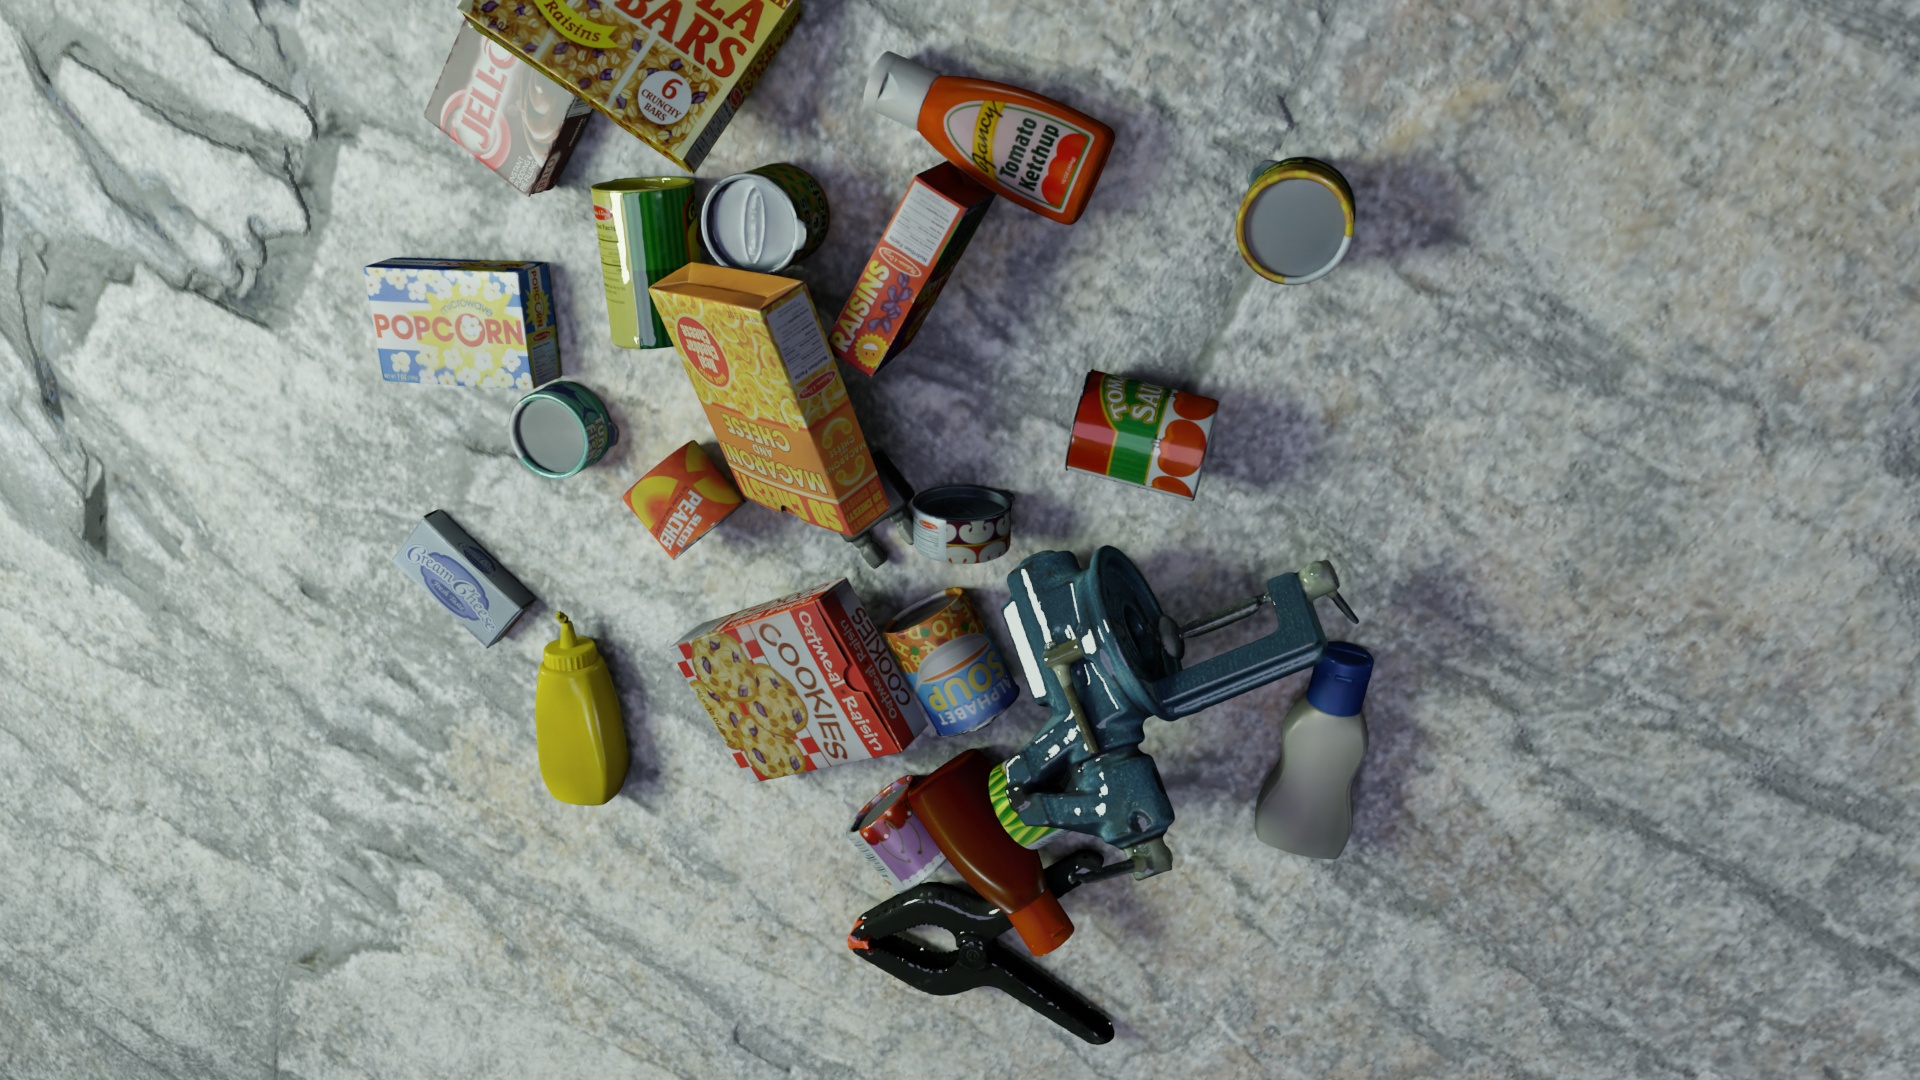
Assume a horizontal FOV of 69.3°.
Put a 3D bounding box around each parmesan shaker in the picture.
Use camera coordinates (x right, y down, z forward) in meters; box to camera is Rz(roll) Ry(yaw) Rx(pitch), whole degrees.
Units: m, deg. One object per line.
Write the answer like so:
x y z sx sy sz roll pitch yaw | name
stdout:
-0.204 -0.184 0.918 0.071 0.071 0.102 4 113 15 | parmesan shaker

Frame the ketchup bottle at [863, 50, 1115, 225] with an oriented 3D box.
0.015 -0.249 0.840 0.149 0.044 0.064 26 112 6 | ketchup bottle

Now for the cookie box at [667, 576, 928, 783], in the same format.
-0.118 0.104 0.992 0.167 0.040 0.122 -18 105 40 | cookie box

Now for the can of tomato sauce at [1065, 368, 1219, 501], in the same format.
0.114 -0.067 0.869 0.083 0.071 0.071 15 114 9 | can of tomato sauce

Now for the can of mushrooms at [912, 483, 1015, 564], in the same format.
0.003 -0.012 0.925 0.071 0.071 0.033 6 112 14 | can of mushrooms

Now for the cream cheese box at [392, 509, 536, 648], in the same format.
-0.385 0.030 1.076 0.104 0.024 0.053 44 115 -4 | cream cheese box

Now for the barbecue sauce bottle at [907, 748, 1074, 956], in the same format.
0.027 0.226 0.996 0.148 0.065 0.043 56 153 1 | barbecue sauce bottle

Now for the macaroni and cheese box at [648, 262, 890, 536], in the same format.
-0.122 -0.090 0.889 0.124 0.040 0.165 19 138 44 | macaroni and cheese box

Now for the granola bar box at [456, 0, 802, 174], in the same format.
-0.200 -0.323 0.849 0.165 0.039 0.124 34 90 1 | granola bar box

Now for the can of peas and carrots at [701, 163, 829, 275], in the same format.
-0.121 -0.205 0.888 0.071 0.059 0.070 5 113 13 | can of peas and carrots

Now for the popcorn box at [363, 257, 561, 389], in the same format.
-0.353 -0.155 0.986 0.127 0.038 0.085 5 112 14 | popcorn box

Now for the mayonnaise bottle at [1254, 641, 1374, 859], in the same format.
0.241 0.140 0.929 0.065 0.041 0.147 12 113 9 | mayonnaise bottle

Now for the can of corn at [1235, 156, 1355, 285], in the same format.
0.192 -0.187 0.804 0.071 0.058 0.071 6 112 14 | can of corn

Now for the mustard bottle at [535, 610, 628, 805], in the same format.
-0.296 0.126 1.074 0.065 0.049 0.159 5 111 14 | mustard bottle

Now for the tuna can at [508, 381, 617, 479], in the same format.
-0.286 -0.078 1.000 0.071 0.033 0.070 6 112 15 | tuna can

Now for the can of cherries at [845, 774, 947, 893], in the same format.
-0.040 0.214 1.027 0.071 0.072 0.058 -38 96 25 | can of cherries

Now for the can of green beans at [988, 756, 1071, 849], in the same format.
0.062 0.176 0.980 0.057 0.071 0.071 -33 99 25 | can of green beans

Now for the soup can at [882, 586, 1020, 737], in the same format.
-0.006 0.084 0.961 0.071 0.071 0.083 -24 103 23 | soup can

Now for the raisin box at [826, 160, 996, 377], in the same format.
-0.031 -0.169 0.860 0.040 0.086 0.123 32 116 0 | raisin box

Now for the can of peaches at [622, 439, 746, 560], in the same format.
-0.194 -0.028 0.971 0.071 0.071 0.058 -36 97 25 | can of peaches
